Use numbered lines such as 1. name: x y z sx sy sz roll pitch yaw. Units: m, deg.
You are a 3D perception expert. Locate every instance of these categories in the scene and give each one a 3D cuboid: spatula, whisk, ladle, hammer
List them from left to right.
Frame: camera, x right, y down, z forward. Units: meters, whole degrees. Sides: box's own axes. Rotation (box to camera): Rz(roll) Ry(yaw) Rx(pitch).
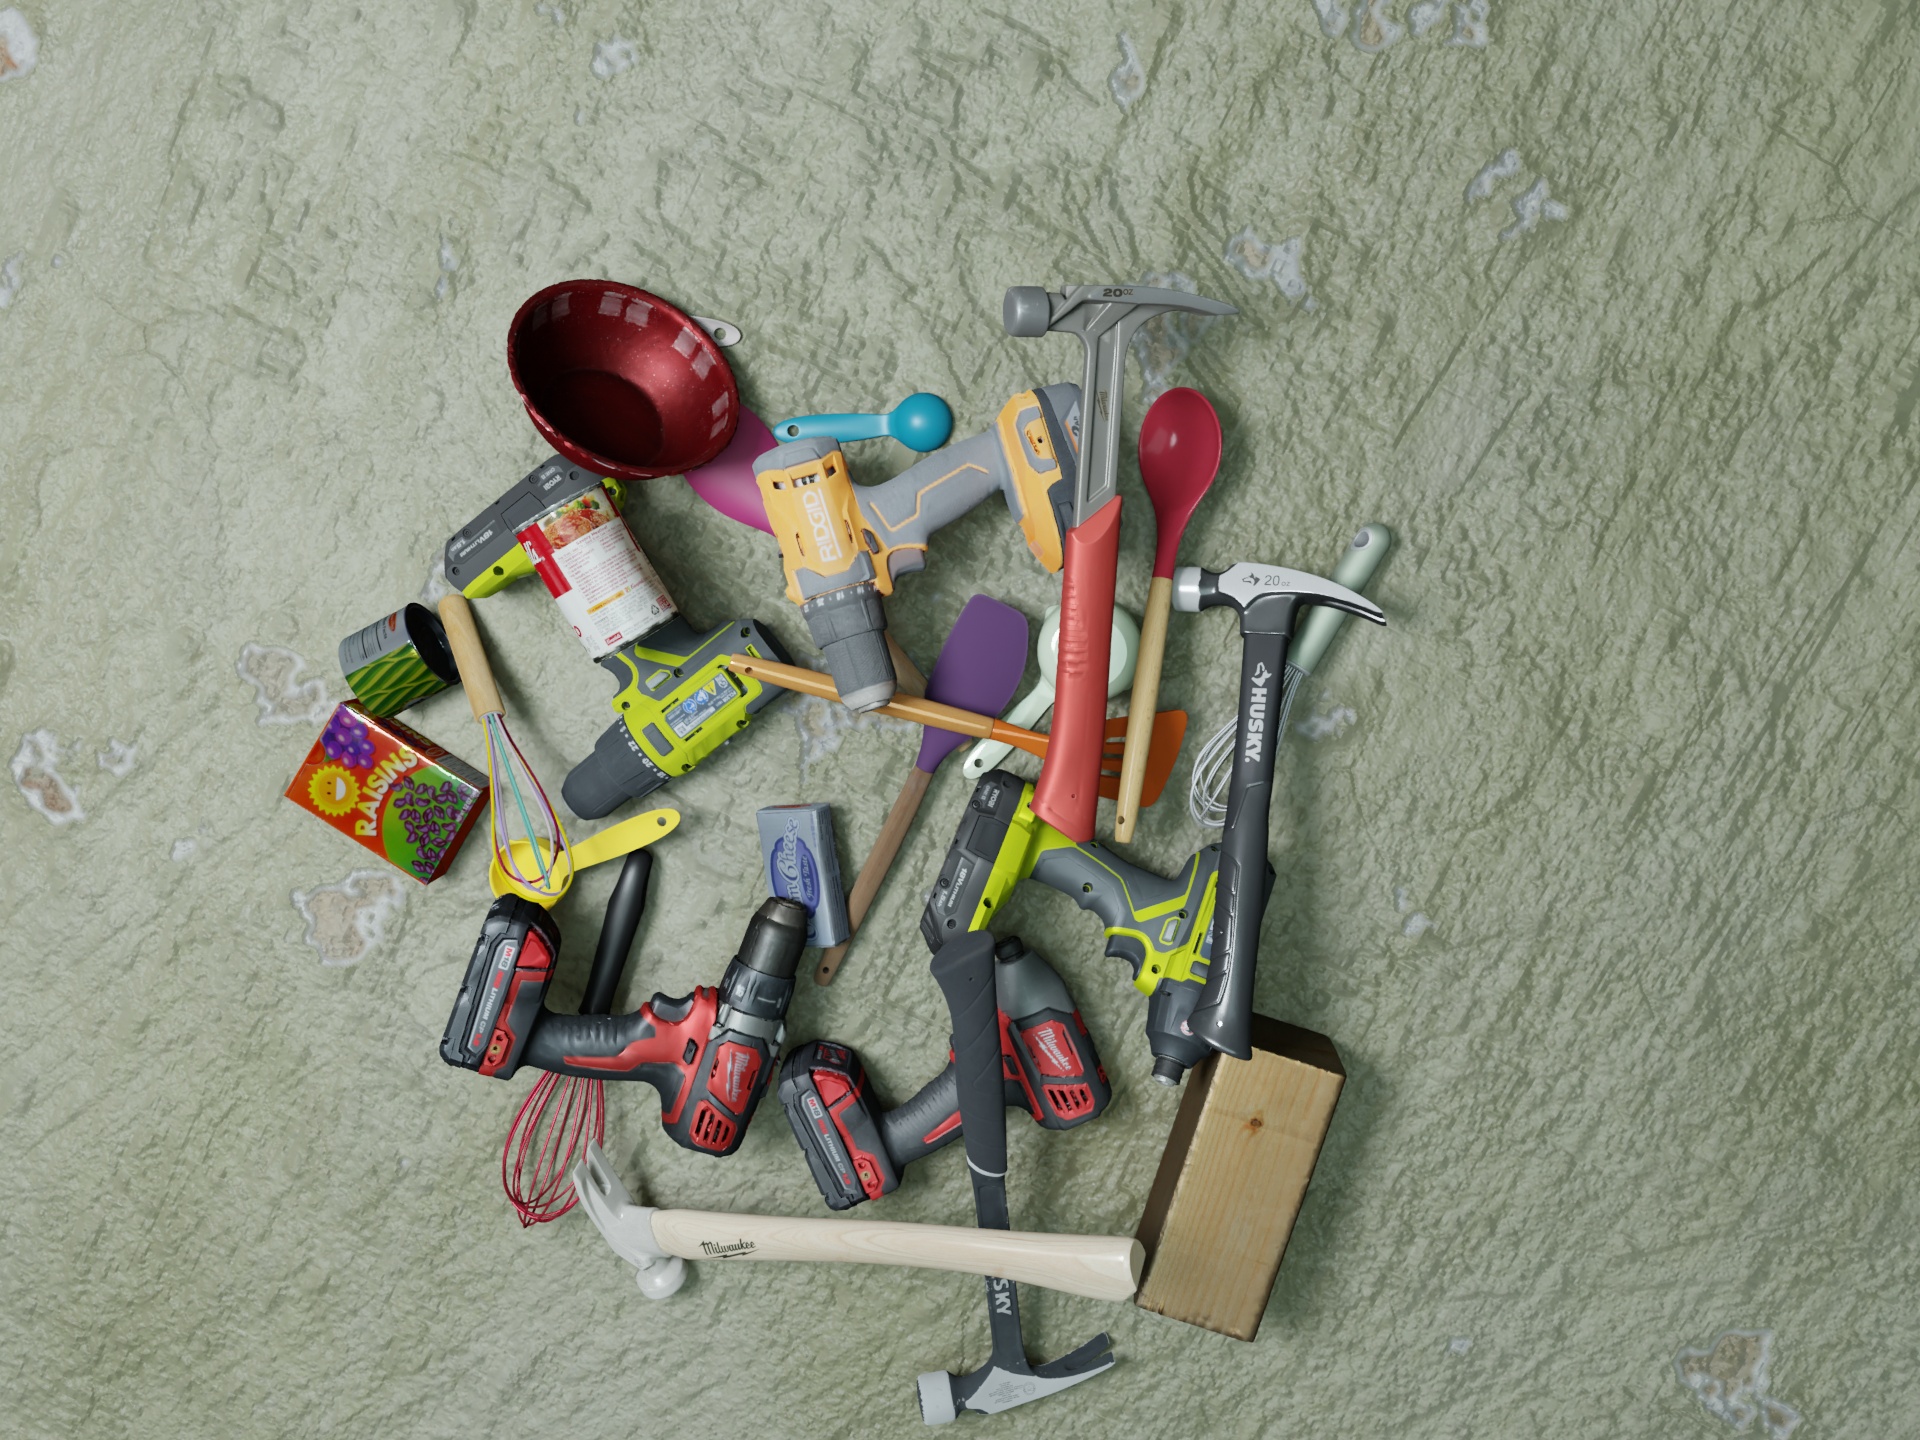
1. whisk: -0.327 0.016 1.116 0.047 0.051 0.245 -22 70 -7
2. whisk: -0.277 0.236 1.176 0.073 0.073 0.296 17 93 1
3. hammer: -0.076 0.353 1.094 0.411 0.038 0.146 -5 125 24
4. spatula: -0.034 0.058 1.147 0.060 0.018 0.316 27 103 1
5. spatula: -0.002 -0.004 1.109 0.322 0.041 0.081 15 115 -5
6. hammer: 0.026 0.328 1.119 0.149 0.036 0.408 -8 114 -7
7. hammer: 0.093 -0.097 1.033 0.149 0.037 0.359 -1 104 -15
8. ladle: 0.135 -0.072 1.093 0.069 0.031 0.315 5 84 43
9. hammer: 0.200 0.058 1.070 0.146 0.035 0.335 4 79 21
10. whisk: 0.233 -0.031 1.122 0.059 0.058 0.246 27 96 -35

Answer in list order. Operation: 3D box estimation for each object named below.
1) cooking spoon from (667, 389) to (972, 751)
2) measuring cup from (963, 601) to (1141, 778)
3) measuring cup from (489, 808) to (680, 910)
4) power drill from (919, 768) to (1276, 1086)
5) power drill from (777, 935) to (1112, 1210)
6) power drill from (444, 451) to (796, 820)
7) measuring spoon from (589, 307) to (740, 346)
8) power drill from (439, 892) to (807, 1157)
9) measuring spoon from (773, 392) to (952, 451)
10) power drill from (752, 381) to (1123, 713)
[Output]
1. cooking spoon: -0.095 -0.103 1.140 0.069 0.017 0.319 -39 94 1
2. measuring cup: 0.061 -0.018 1.132 0.083 0.038 0.167 44 95 -3
3. measuring cup: -0.271 0.095 1.165 0.156 0.029 0.062 -22 95 10
4. power drill: 0.092 0.140 1.109 0.223 0.080 0.171 22 70 1
5. power drill: -0.014 0.254 1.155 0.219 0.078 0.143 -22 97 3
6. power drill: -0.255 -0.058 1.128 0.190 0.080 0.228 -37 97 6
7. measuring spoon: -0.218 -0.281 1.130 0.124 0.018 0.034 6 109 -4
8. power drill: -0.227 0.189 1.115 0.226 0.080 0.188 20 92 -12
9. measuring spoon: -0.070 -0.208 1.124 0.128 0.021 0.042 -4 97 3
10. power drill: -0.009 -0.119 1.074 0.226 0.084 0.185 -17 88 -7
